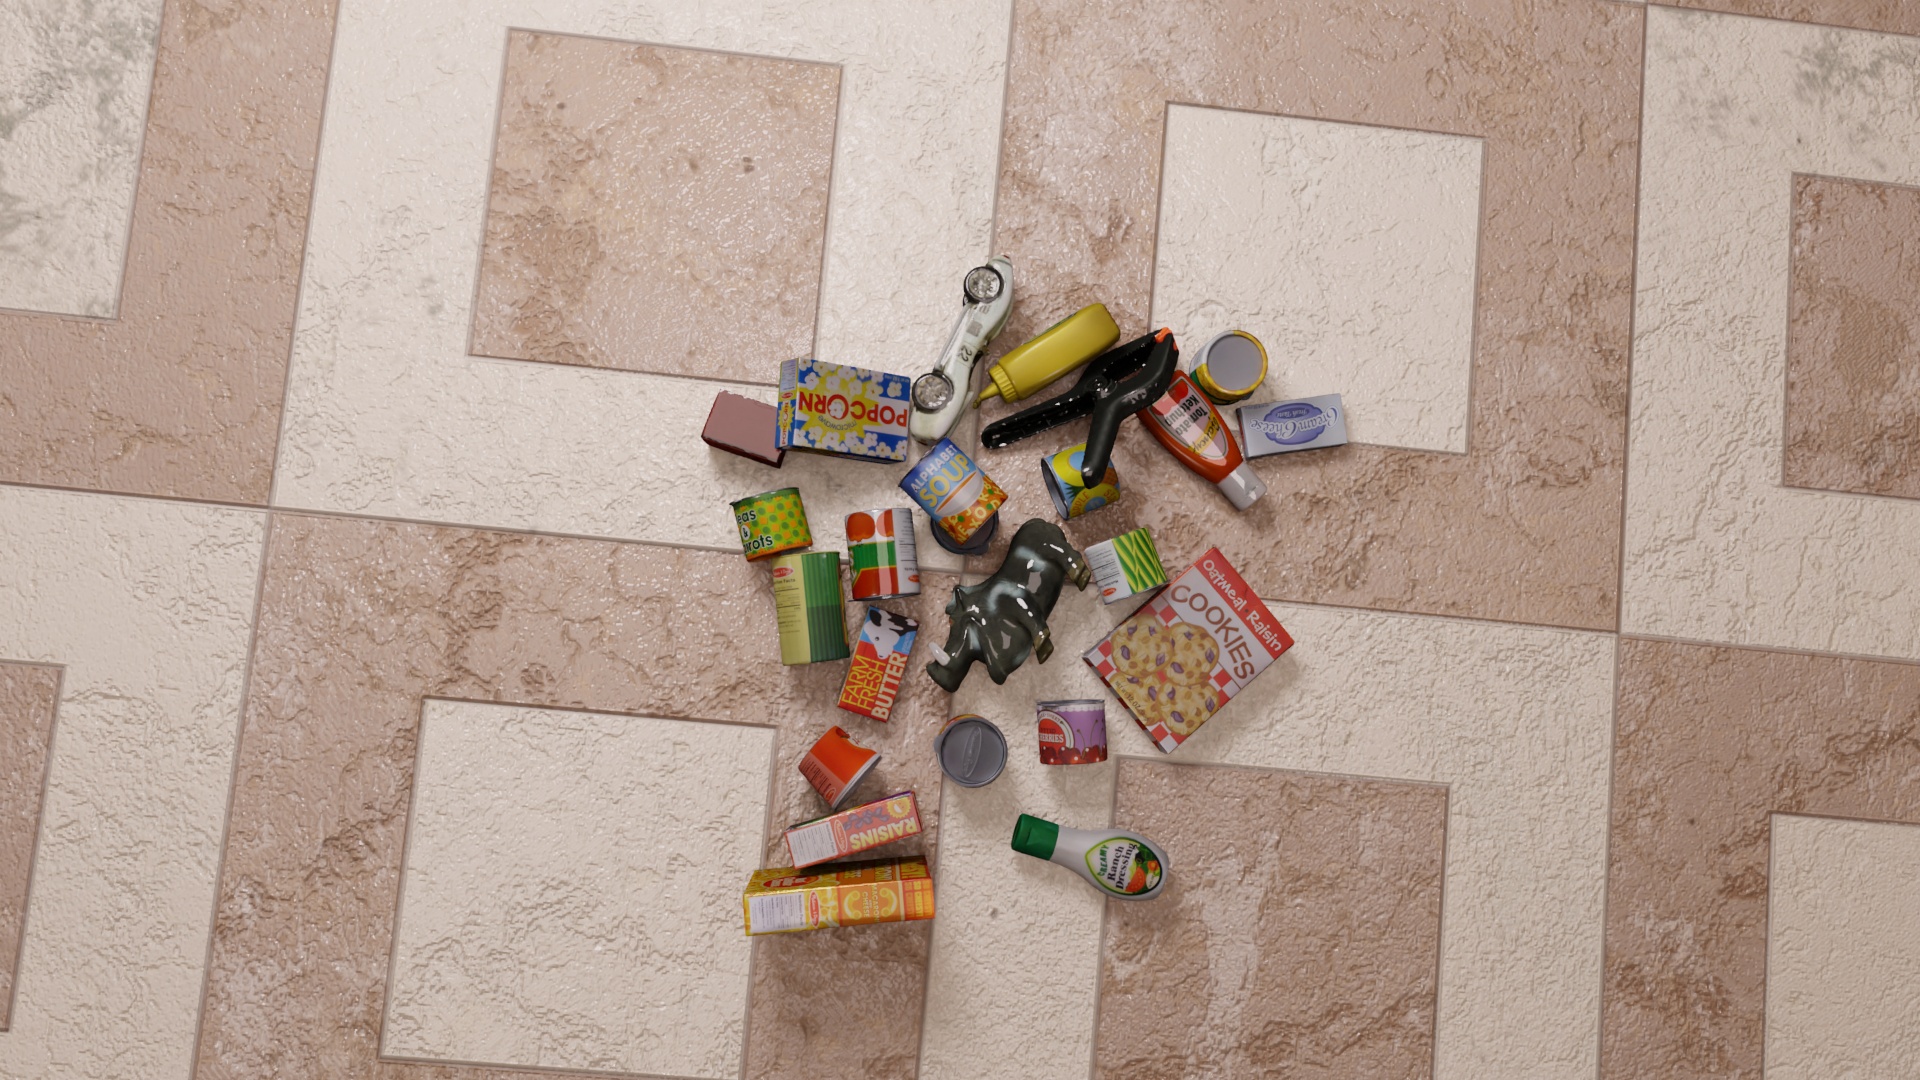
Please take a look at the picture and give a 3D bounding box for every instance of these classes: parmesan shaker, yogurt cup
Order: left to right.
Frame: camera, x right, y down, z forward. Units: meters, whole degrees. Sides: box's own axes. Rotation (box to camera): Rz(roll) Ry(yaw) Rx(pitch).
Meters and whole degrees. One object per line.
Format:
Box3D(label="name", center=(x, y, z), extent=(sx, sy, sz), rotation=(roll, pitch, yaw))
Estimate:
Box3D(label="parmesan shaker", center=(-0.144, 0.065, 1.323), extent=(0.071, 0.071, 0.103), rotation=(-6, 87, -4))
Box3D(label="yogurt cup", center=(-0.116, 0.212, 1.311), extent=(0.054, 0.072, 0.072), rotation=(40, 84, 8))

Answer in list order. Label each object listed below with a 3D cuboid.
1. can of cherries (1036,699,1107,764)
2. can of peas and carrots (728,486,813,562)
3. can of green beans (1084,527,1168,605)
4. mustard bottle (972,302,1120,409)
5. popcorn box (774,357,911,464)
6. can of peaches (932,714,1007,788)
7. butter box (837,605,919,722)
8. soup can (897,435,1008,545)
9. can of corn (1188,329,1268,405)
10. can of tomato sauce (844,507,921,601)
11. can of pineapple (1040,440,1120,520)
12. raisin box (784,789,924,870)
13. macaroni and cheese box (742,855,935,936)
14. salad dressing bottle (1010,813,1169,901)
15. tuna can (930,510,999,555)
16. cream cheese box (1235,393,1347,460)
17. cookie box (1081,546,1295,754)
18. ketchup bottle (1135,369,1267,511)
Box3D(label="can of cherries", center=(0.104, 0.182, 1.325), extent=(0.071, 0.071, 0.058), rotation=(-2, 87, -4))
Box3D(label="can of peas and carrots", center=(-0.181, -0.014, 1.323), extent=(0.071, 0.071, 0.058), rotation=(-15, 87, -5))
Box3D(label="can of green beans", center=(0.160, 0.024, 1.344), extent=(0.071, 0.071, 0.058), rotation=(-20, 86, -5))
Box3D(label="mustard bottle", center=(0.079, -0.175, 1.359), extent=(0.160, 0.065, 0.049), rotation=(-31, 91, -2))
Box3D(label="popcorn box", center=(-0.110, -0.122, 1.325), extent=(0.127, 0.038, 0.085), rotation=(6, 84, -34))
Box3D(label="can of peaches", center=(0.007, 0.199, 1.323), extent=(0.071, 0.058, 0.071), rotation=(0, 86, -3))
Box3D(label="butter box", center=(-0.079, 0.119, 1.341), extent=(0.053, 0.024, 0.103), rotation=(18, 84, -1))
Box3D(label="soup can", center=(-0.006, -0.047, 1.302), extent=(0.084, 0.071, 0.071), rotation=(44, 84, 1))
Box3D(label="can of corn", center=(0.267, -0.169, 1.372), extent=(0.071, 0.058, 0.071), rotation=(0, 85, -3))
Box3D(label="can of tomato sauce", center=(-0.077, 0.014, 1.330), extent=(0.071, 0.071, 0.083), rotation=(-6, 85, -4))
Box3D(label="can of pineapple", center=(0.117, -0.058, 1.348), extent=(0.058, 0.071, 0.071), rotation=(-21, 87, -5))
Box3D(label="raisin box", center=(-0.098, 0.268, 1.295), extent=(0.123, 0.086, 0.040), rotation=(-15, 82, -5))
Box3D(label="macaroni and cheese box", center=(-0.110, 0.322, 1.271), extent=(0.167, 0.123, 0.040), rotation=(-5, 87, -4))
Box3D(label="salad dressing bottle", center=(0.123, 0.300, 1.328), extent=(0.148, 0.044, 0.064), rotation=(17, 83, -2))
Box3D(label="tuna can", center=(0.005, -0.017, 1.354), extent=(0.071, 0.033, 0.071), rotation=(0, 85, -4))
Box3D(label="cream cheese box", center=(0.331, -0.114, 1.389), extent=(0.104, 0.024, 0.053), rotation=(-8, 87, -4))
Box3D(label="cookie box", center=(0.222, 0.106, 1.353), extent=(0.167, 0.040, 0.123), rotation=(-40, 88, -6))
Box3D(label="ketchup bottle", center=(0.241, -0.095, 1.372), extent=(0.065, 0.043, 0.149), rotation=(-41, 89, -7))
